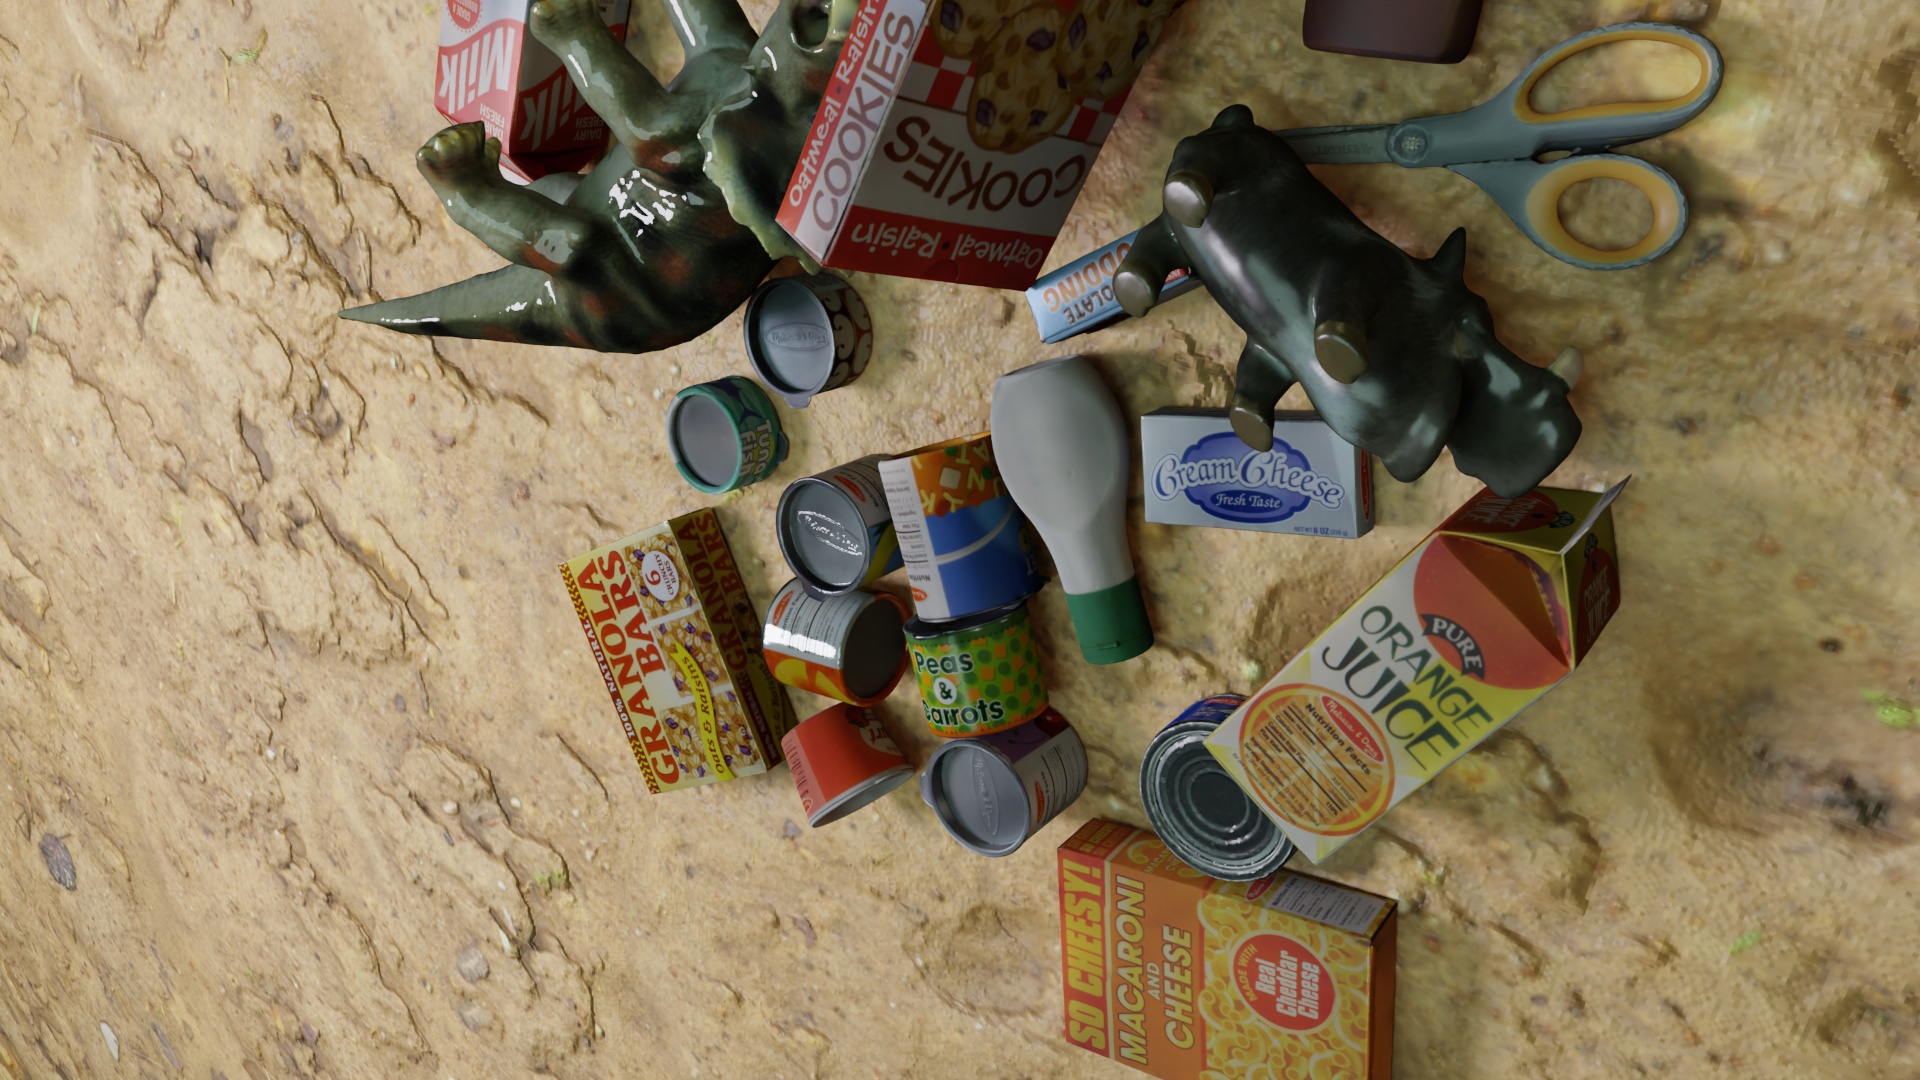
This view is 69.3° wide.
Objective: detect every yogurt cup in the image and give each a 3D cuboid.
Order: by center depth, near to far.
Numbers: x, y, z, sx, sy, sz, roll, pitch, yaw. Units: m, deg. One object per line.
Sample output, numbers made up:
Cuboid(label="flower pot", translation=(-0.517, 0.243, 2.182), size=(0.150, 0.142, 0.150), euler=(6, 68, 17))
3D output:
Cuboid(label="yogurt cup", translation=(-0.069, 0.128, 0.809), size=(0.072, 0.072, 0.054), euler=(-42, 71, 39))

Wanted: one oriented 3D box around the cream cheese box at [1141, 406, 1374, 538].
Cuboid(label="cream cheese box", translation=(0.132, -0.032, 0.623), size=(0.104, 0.024, 0.053), euler=(5, 107, 36))

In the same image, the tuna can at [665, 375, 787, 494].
Cuboid(label="tuna can", translation=(-0.138, -0.061, 0.815), size=(0.071, 0.033, 0.070), euler=(14, 114, 34))

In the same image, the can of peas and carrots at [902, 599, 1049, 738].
Cuboid(label="can of peas and carrots", translation=(0.007, 0.065, 0.722), size=(0.071, 0.071, 0.058), euler=(-5, 103, 39))

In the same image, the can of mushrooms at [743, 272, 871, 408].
Cuboid(label="can of mushrooms", translation=(-0.083, -0.109, 0.755), size=(0.071, 0.033, 0.070), euler=(13, 113, 33))

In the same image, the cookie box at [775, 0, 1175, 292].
Cuboid(label="cookie box", translation=(0.013, -0.183, 0.549), size=(0.040, 0.123, 0.166), euler=(46, 122, 32))

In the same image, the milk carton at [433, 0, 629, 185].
Cuboid(label="milk carton", translation=(-0.244, -0.286, 0.790), size=(0.072, 0.074, 0.189), euler=(34, 124, 24))

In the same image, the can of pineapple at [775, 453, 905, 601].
Cuboid(label="can of pineapple", translation=(-0.058, -0.008, 0.755), size=(0.071, 0.058, 0.070), euler=(14, 114, 34))

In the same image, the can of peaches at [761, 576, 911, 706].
Cuboid(label="can of peaches", translation=(-0.067, 0.056, 0.782), size=(0.058, 0.071, 0.071), euler=(11, 112, 34))

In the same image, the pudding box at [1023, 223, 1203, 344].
Cuboid(label="pudding box", translation=(0.075, -0.117, 0.619), size=(0.083, 0.050, 0.030), euler=(-20, 92, 40))

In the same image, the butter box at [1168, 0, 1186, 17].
Cuboid(label="butter box", translation=(0.062, -0.238, 0.603), size=(0.103, 0.024, 0.053), euler=(-36, 82, 39))

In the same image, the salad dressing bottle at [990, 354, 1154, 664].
Cuboid(label="salad dressing bottle", translation=(0.058, -0.014, 0.673), size=(0.064, 0.044, 0.147), euler=(-12, 101, 20))

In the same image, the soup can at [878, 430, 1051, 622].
Cuboid(label="soup can", translation=(0.003, -0.009, 0.706), size=(0.071, 0.071, 0.083), euler=(-9, 100, 39))

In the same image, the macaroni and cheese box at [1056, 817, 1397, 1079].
Cuboid(label="macaroni and cheese box", translation=(0.131, 0.221, 0.702), size=(0.166, 0.040, 0.123), euler=(9, 112, 35))

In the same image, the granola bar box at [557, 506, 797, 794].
Cuboid(label="granola bar box", translation=(-0.180, 0.073, 0.890), size=(0.124, 0.039, 0.165), euler=(-18, 94, 40))

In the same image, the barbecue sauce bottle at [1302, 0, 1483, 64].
Cuboid(label="barbecue sauce bottle", translation=(0.167, -0.253, 0.505), size=(0.065, 0.044, 0.148), euler=(20, 116, 33))

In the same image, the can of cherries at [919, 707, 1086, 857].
Cuboid(label="can of cherries", translation=(0.023, 0.124, 0.739), size=(0.071, 0.058, 0.071), euler=(14, 115, 33))

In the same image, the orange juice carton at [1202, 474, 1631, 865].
Cuboid(label="orange juice carton", translation=(0.195, 0.045, 0.570), size=(0.073, 0.072, 0.191), euler=(48, 128, 14))
